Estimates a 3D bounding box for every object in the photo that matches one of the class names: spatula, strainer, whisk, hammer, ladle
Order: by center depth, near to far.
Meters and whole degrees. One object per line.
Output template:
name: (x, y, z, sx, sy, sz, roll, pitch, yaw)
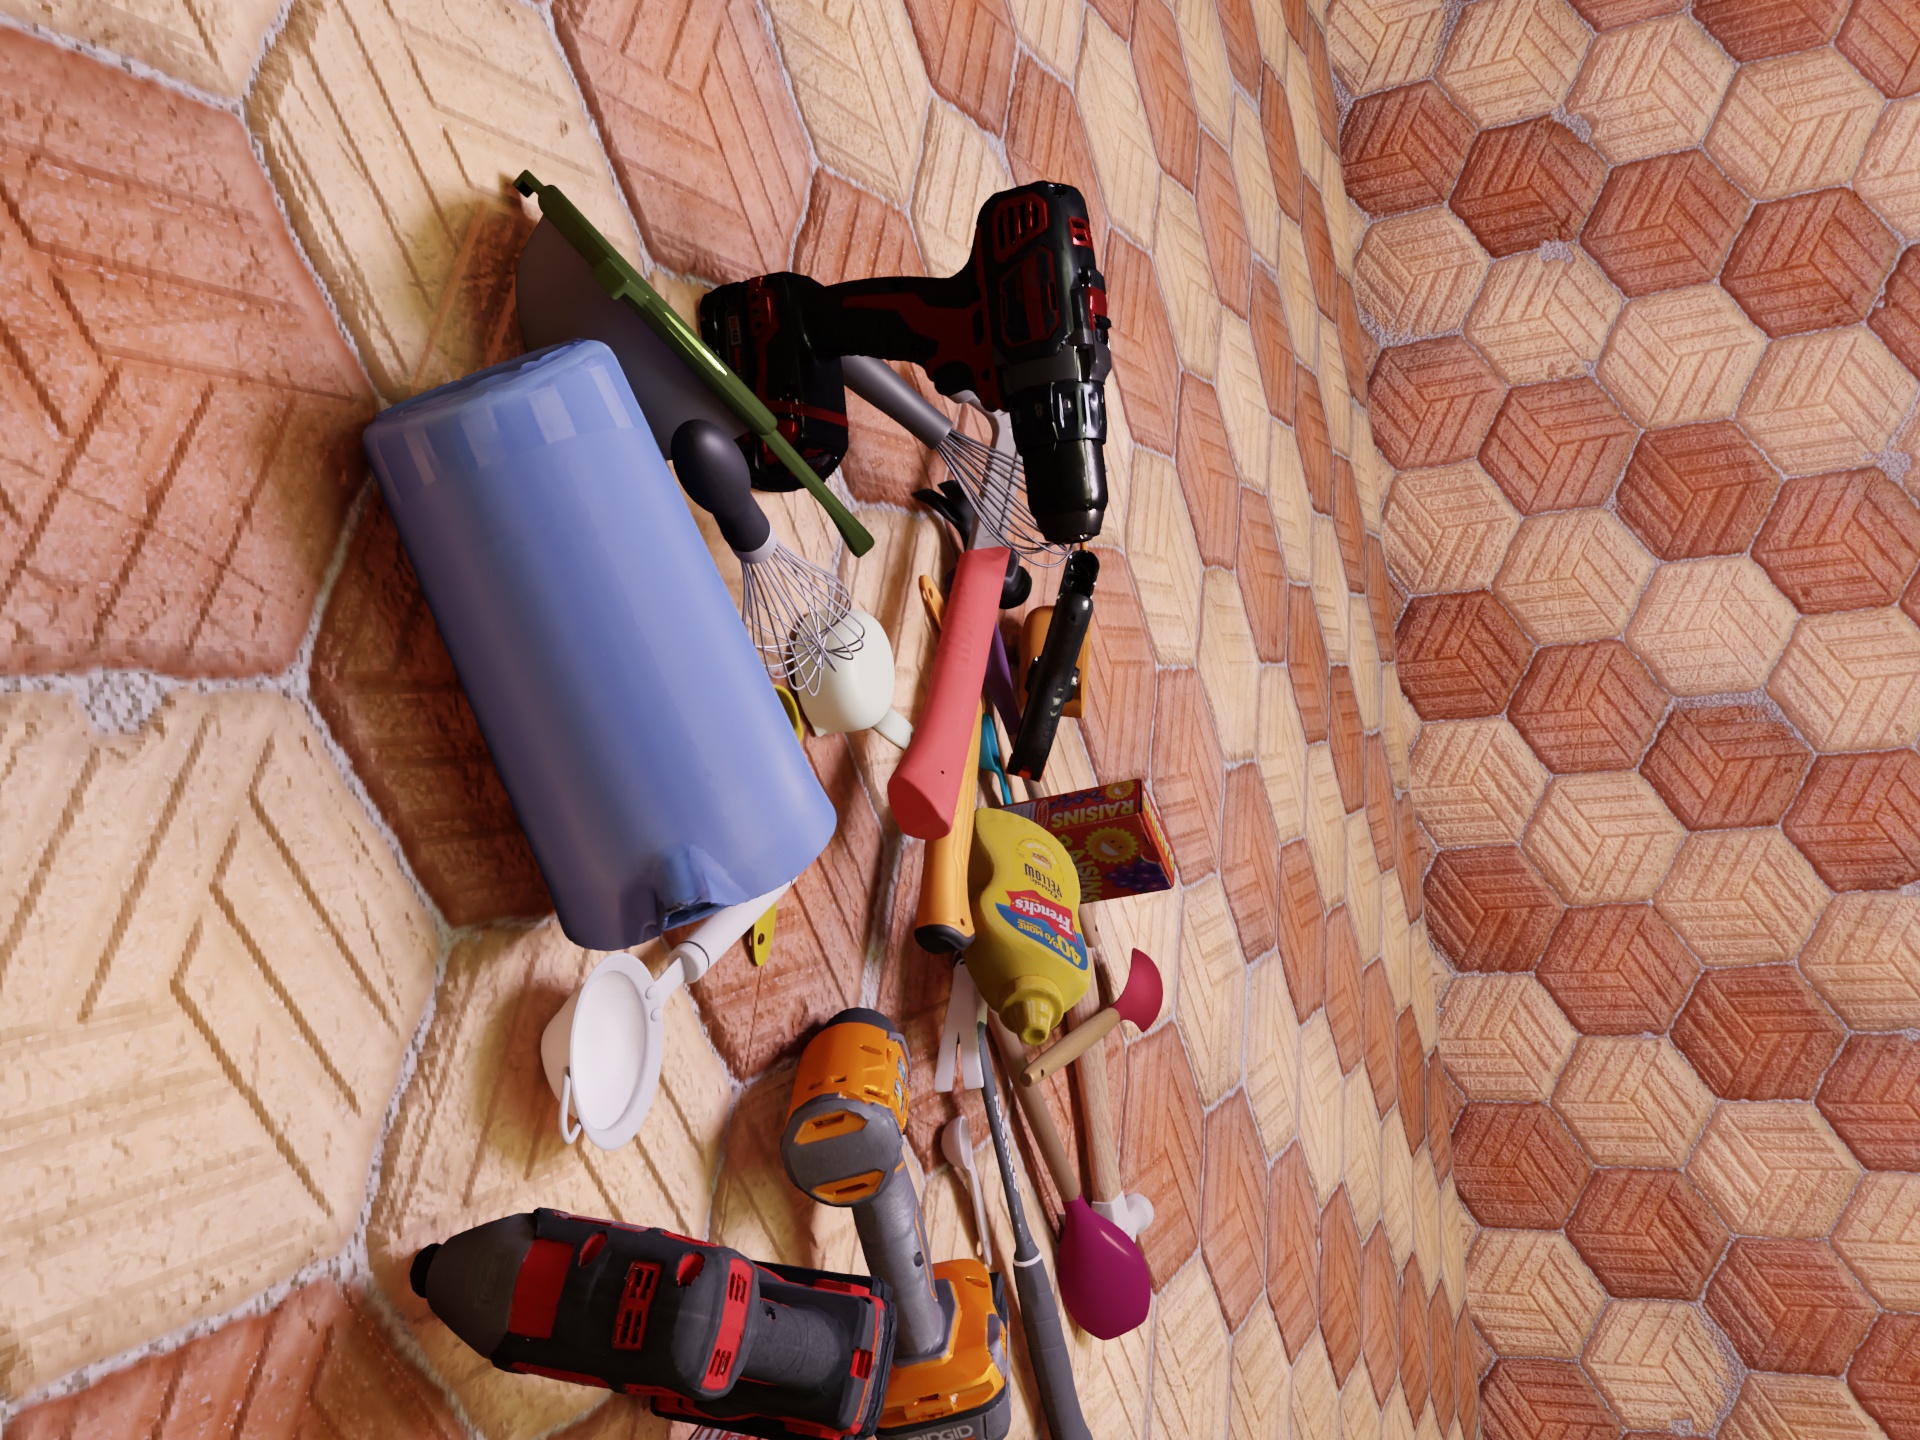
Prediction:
strainer: (-0.137, 0.122, 0.769, 0.258, 0.050, 0.086, -45, 132, -59)
strainer: (-0.134, -0.145, 0.784, 0.256, 0.069, 0.152, 46, 2, -44)
whisk: (-0.097, -0.078, 0.794, 0.284, 0.070, 0.070, 69, 21, -73)
whisk: (-0.015, -0.180, 1.015, 0.238, 0.055, 0.055, 38, 44, -18)
hammer: (0.017, -0.078, 1.051, 0.149, 0.036, 0.359, 33, 51, -29)
hammer: (-0.002, -0.003, 1.063, 0.127, 0.034, 0.337, 47, 39, -44)
hammer: (0.043, 0.358, 1.092, 0.149, 0.036, 0.408, -68, 147, -69)
spatula: (0.051, 0.030, 1.202, 0.060, 0.018, 0.315, -43, 116, -59)
ladle: (0.105, 0.230, 1.206, 0.315, 0.031, 0.069, -9, 91, -67)
hammer: (0.101, 0.266, 1.263, 0.130, 0.031, 0.331, -11, 94, -65)

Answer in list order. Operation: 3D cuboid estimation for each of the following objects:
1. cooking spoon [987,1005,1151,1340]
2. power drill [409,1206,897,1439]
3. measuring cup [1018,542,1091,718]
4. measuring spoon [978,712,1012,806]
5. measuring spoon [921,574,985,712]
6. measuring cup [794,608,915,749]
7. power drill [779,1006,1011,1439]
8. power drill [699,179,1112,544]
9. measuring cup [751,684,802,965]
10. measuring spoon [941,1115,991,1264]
cooking spoon: (0.072, 0.330, 1.172, 0.017, 0.069, 0.318, -135, -158, -71)
power drill: (-0.124, 0.257, 0.678, 0.219, 0.143, 0.079, 54, 42, -57)
measuring cup: (0.071, -0.082, 1.213, 0.095, 0.052, 0.173, -75, 165, -57)
measuring spoon: (0.023, 0.049, 1.174, 0.042, 0.021, 0.128, -90, 168, -50)
measuring spoon: (-0.008, -0.053, 1.139, 0.021, 0.011, 0.116, -67, 139, -55)
measuring cup: (-0.049, -0.015, 1.003, 0.167, 0.038, 0.083, 41, 48, -57)
power drill: (-0.036, 0.276, 0.898, 0.164, 0.084, 0.226, -86, 160, -75)
power drill: (-0.023, -0.179, 0.877, 0.080, 0.227, 0.188, -6, 90, -65)
measuring cup: (-0.116, 0.057, 0.873, 0.062, 0.029, 0.156, -11, 106, -64)
measuring spoon: (0.004, 0.319, 1.070, 0.034, 0.018, 0.124, -78, 159, -63)
